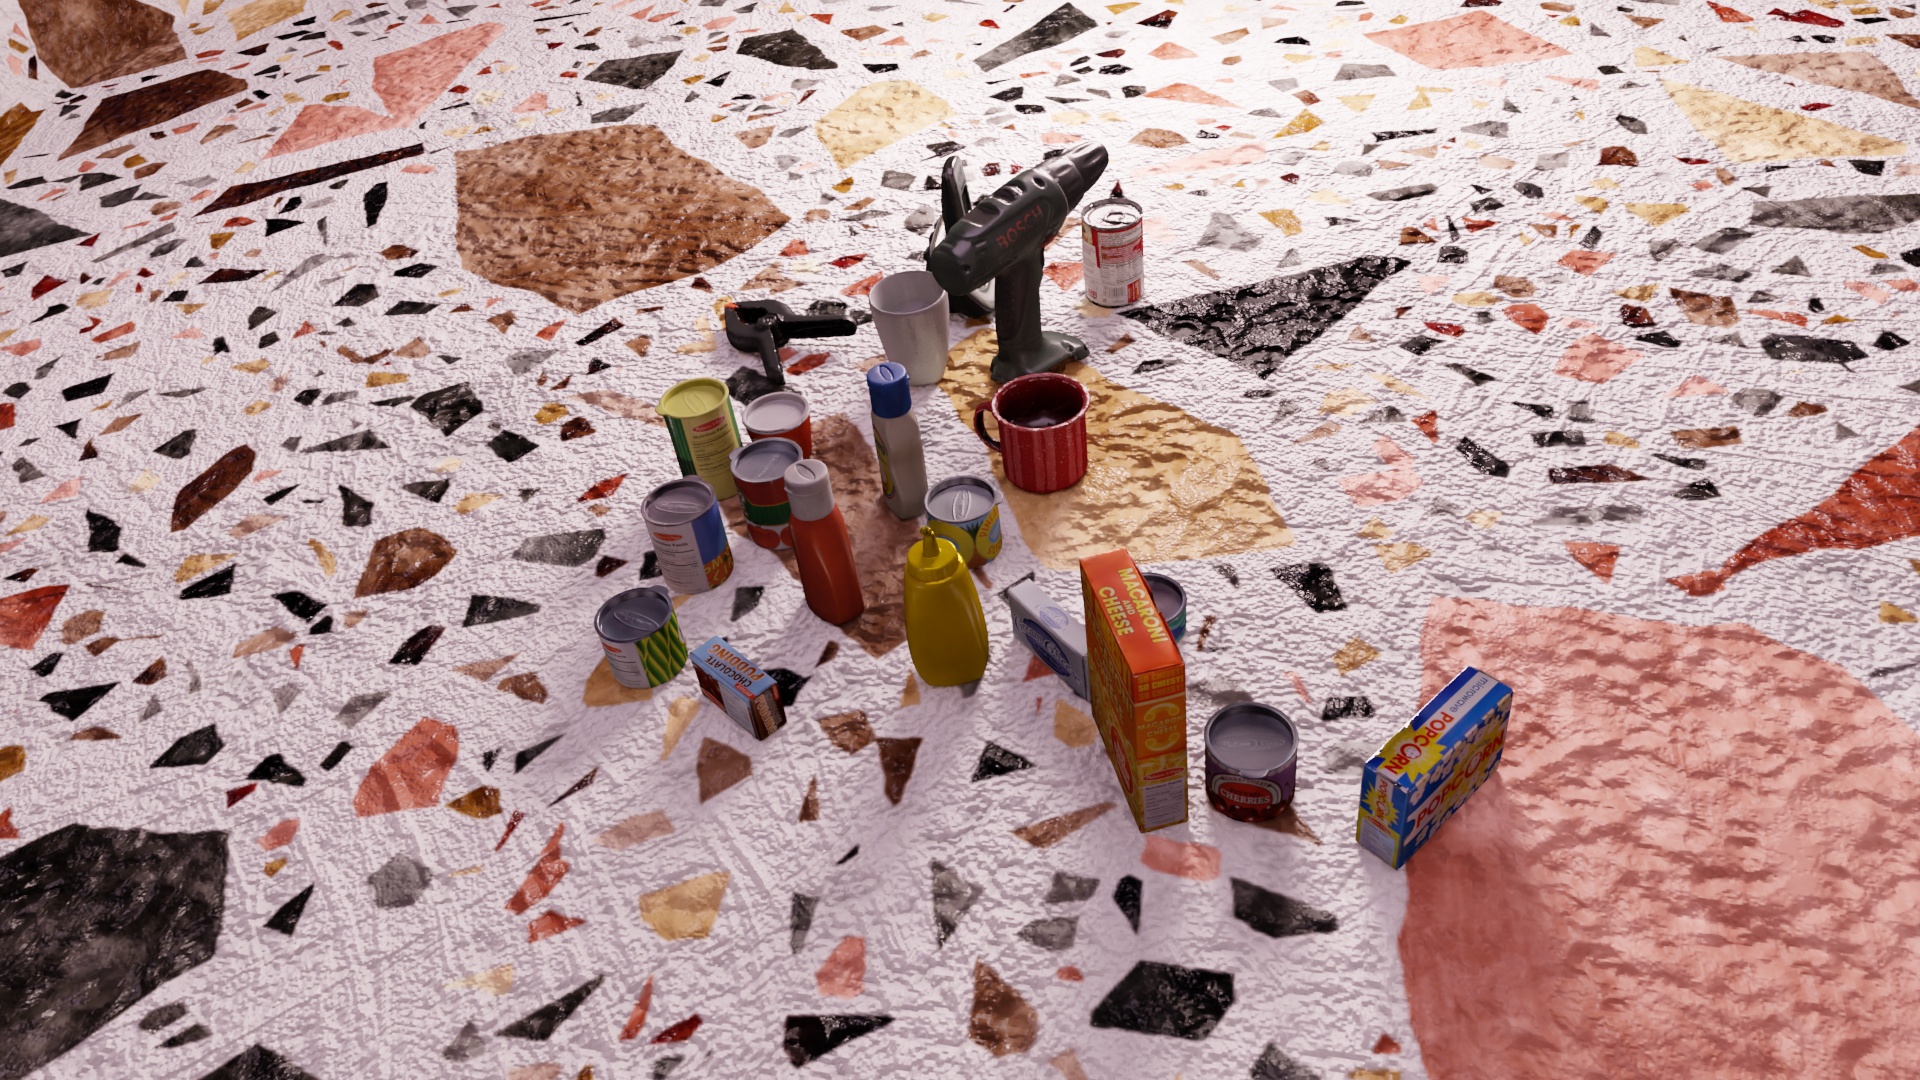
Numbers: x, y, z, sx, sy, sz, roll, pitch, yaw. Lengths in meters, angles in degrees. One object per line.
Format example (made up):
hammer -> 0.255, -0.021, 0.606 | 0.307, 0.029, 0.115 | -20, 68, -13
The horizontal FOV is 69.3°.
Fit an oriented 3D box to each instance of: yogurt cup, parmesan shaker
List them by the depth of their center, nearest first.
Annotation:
parmesan shaker -> -0.248, -0.096, 1.342 | 0.071, 0.102, 0.072 | -5, 40, 4
yogurt cup -> -0.179, -0.108, 1.382 | 0.072, 0.053, 0.073 | -5, 40, 4

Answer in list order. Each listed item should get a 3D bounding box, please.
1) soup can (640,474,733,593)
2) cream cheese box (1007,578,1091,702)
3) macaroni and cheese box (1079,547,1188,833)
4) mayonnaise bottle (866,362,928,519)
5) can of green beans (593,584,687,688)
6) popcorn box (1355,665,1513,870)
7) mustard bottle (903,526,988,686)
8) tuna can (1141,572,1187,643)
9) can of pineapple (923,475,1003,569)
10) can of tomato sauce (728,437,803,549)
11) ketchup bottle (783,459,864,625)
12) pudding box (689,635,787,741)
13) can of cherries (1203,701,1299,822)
soup can -> -0.243, -0.005, 1.250 | 0.071, 0.083, 0.072 | -5, 40, 4
cream cheese box -> 0.078, 0.080, 1.120 | 0.024, 0.053, 0.104 | -28, 44, -21
macaroni and cheese box -> 0.125, 0.107, 0.994 | 0.040, 0.165, 0.124 | -13, 40, -6
mayonnaise bottle -> -0.058, -0.093, 1.272 | 0.041, 0.147, 0.065 | -19, 41, -12
can of green beans -> -0.268, 0.082, 1.171 | 0.071, 0.057, 0.071 | -5, 40, 4
popcorn box -> 0.329, 0.157, 0.965 | 0.127, 0.084, 0.038 | -34, 46, -27
mustard bottle -> -0.015, 0.046, 1.093 | 0.065, 0.159, 0.049 | -8, 40, 0
tuna can -> 0.152, 0.061, 1.146 | 0.071, 0.032, 0.071 | -5, 40, 4
can of pineapple -> 0.004, -0.016, 1.241 | 0.071, 0.057, 0.071 | -5, 40, 4
can of tomato sauce -> -0.173, -0.043, 1.282 | 0.071, 0.082, 0.071 | -5, 40, 4
ketchup bottle -> -0.118, 0.000, 1.172 | 0.044, 0.148, 0.065 | -30, 45, -24
pudding box -> -0.180, 0.118, 1.121 | 0.030, 0.049, 0.084 | -36, 47, -29
can of cherries -> 0.208, 0.162, 1.000 | 0.071, 0.058, 0.072 | -5, 40, 4
